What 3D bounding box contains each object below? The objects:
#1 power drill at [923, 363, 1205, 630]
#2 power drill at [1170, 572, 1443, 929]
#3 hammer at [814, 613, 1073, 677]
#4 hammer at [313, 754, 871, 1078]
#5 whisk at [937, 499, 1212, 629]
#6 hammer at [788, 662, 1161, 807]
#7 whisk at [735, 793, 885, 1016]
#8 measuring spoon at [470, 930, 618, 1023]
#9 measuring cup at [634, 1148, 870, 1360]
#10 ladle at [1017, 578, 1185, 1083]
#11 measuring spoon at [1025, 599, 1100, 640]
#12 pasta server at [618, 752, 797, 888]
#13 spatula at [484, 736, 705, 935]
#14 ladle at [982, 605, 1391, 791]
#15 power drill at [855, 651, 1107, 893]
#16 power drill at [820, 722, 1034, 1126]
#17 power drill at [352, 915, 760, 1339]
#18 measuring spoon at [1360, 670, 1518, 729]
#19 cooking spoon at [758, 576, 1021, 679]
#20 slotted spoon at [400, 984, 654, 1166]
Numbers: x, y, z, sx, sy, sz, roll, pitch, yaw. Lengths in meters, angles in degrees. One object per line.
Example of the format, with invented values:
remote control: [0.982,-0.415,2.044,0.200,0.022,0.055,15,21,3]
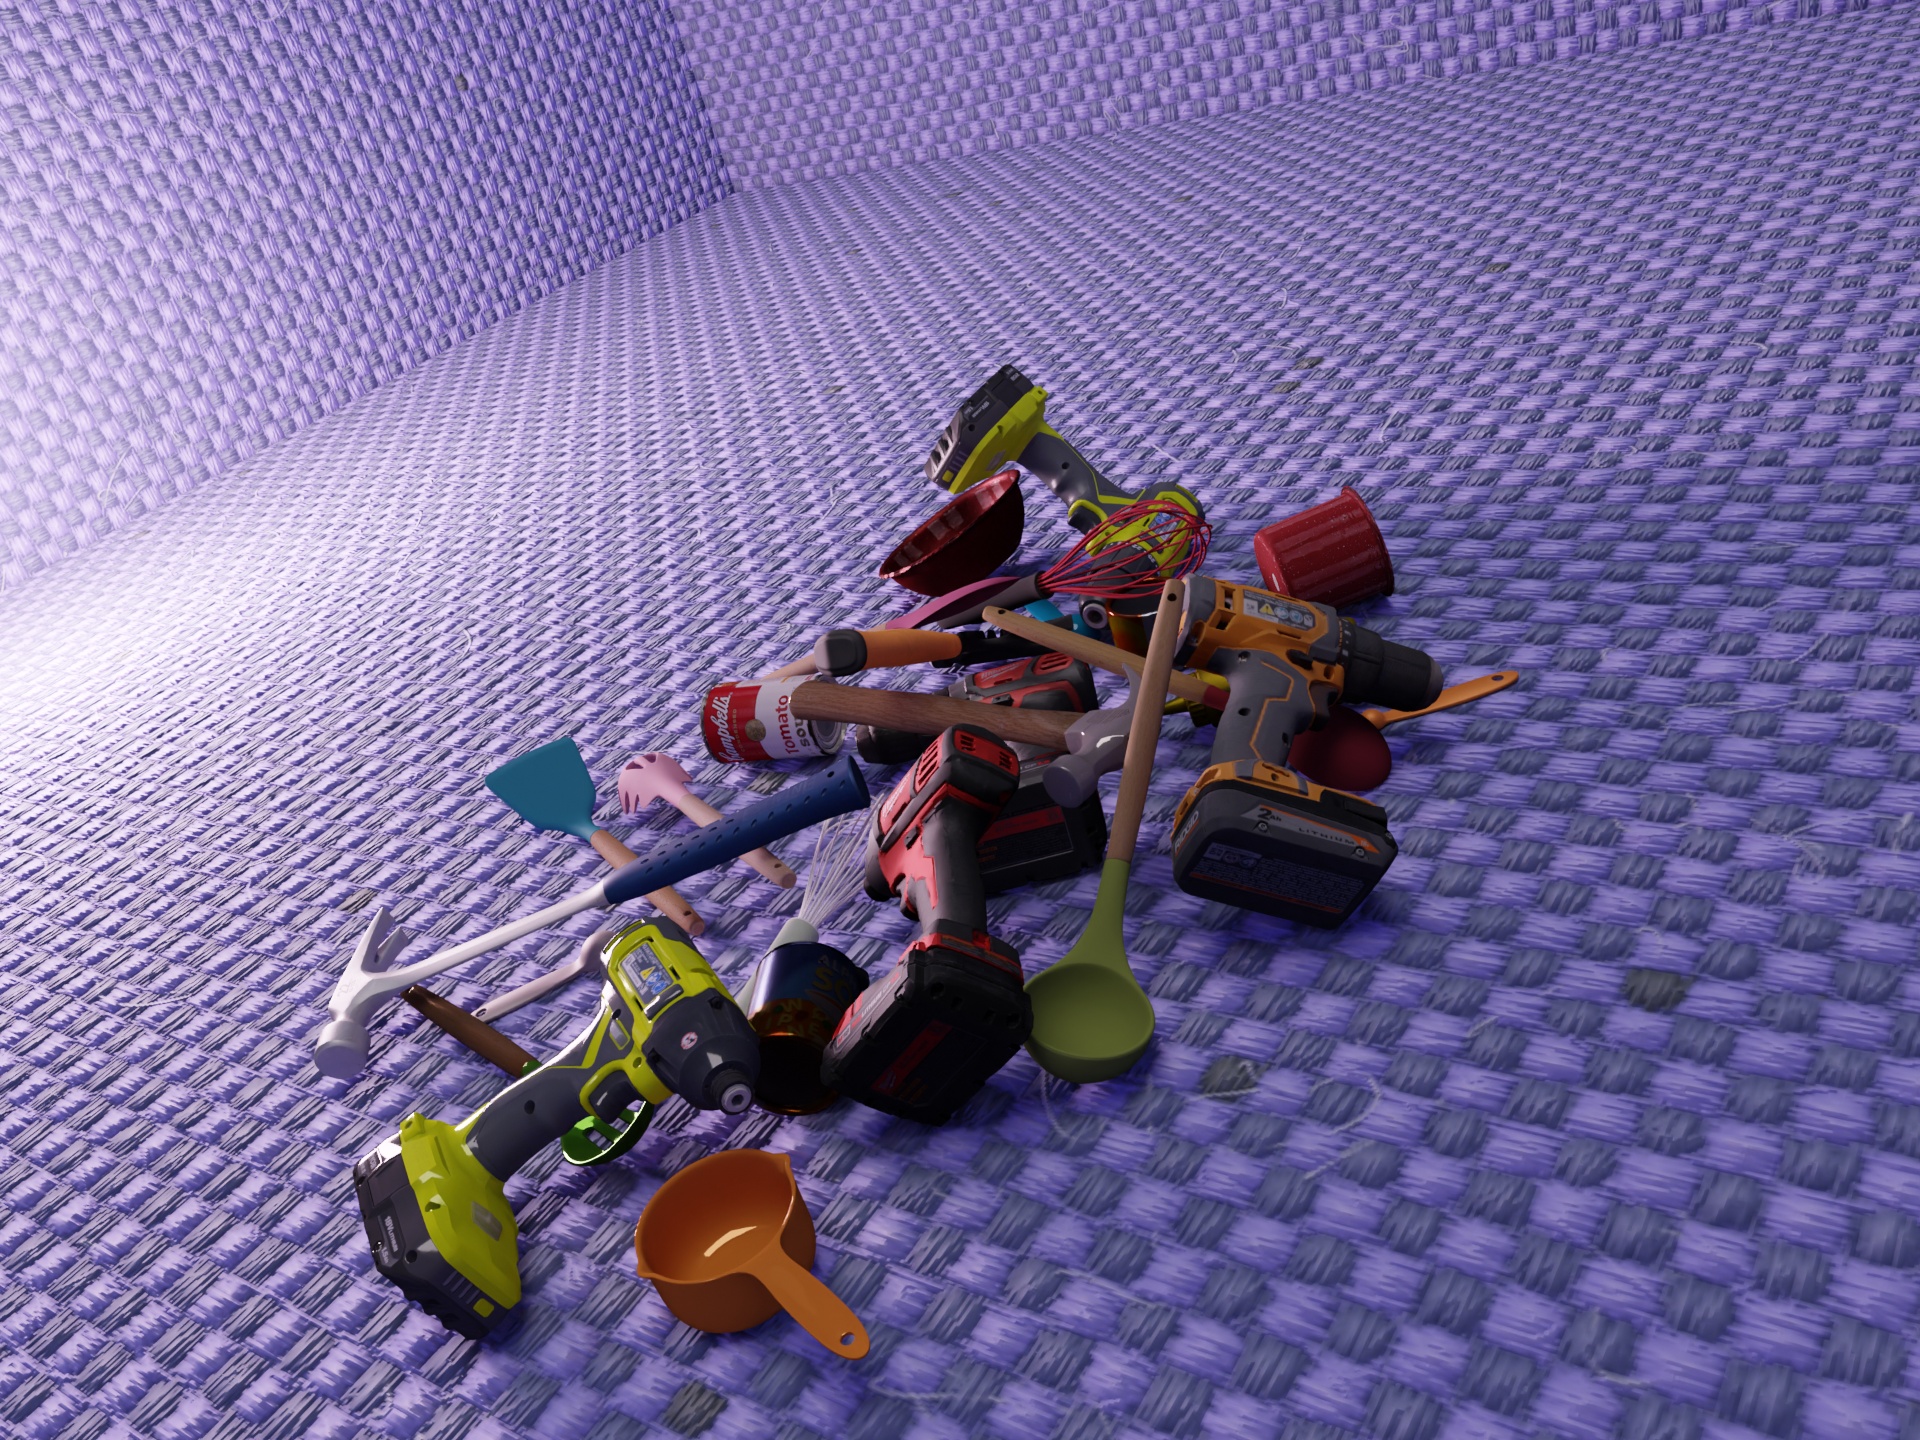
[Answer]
power drill: [0.087,-0.186,1.361,0.191,0.228,0.080,-51,-1,-45]
power drill: [0.217,0.014,0.984,0.185,0.084,0.226,15,47,-8]
hammer: [-0.016,-0.055,1.187,0.127,0.034,0.337,-6,2,20]
hammer: [-0.253,0.118,1.100,0.405,0.035,0.144,-24,31,6]
whisk: [0.081,-0.112,1.260,0.296,0.073,0.073,-16,22,47]
hammer: [-0.002,-0.004,1.102,0.331,0.031,0.130,7,34,45]
whisk: [-0.102,0.135,1.064,0.058,0.059,0.246,29,46,2]
measuring spoon: [-0.294,0.180,1.118,0.124,0.018,0.034,-27,30,-12]
measuring cup: [-0.092,0.283,0.795,0.095,0.052,0.174,-35,35,-27]
ladle: [0.098,0.055,0.931,0.078,0.062,0.320,11,69,9]
measuring spoon: [0.079,-0.094,1.371,0.042,0.021,0.129,-25,31,-11]
pasta server: [-0.192,0.076,1.194,0.060,0.040,0.316,-31,27,-21]
spatula: [-0.275,0.093,1.234,0.082,0.044,0.318,-29,31,-25]
ladle: [0.150,-0.027,1.110,0.315,0.031,0.069,22,51,26]
power drill: [0.012,0.032,1.144,0.188,0.080,0.227,-15,26,7]
power drill: [-0.020,0.117,0.936,0.143,0.078,0.220,-51,23,34]
power drill: [-0.217,0.223,0.884,0.223,0.080,0.171,-41,33,-9]
measuring spoon: [0.332,-0.017,1.106,0.117,0.011,0.021,-18,29,1]
cooking spoon: [-0.073,-0.068,1.310,0.319,0.017,0.068,-20,-1,43]
slotted spoon: [-0.291,0.219,1.038,0.314,0.031,0.070,13,59,45]
